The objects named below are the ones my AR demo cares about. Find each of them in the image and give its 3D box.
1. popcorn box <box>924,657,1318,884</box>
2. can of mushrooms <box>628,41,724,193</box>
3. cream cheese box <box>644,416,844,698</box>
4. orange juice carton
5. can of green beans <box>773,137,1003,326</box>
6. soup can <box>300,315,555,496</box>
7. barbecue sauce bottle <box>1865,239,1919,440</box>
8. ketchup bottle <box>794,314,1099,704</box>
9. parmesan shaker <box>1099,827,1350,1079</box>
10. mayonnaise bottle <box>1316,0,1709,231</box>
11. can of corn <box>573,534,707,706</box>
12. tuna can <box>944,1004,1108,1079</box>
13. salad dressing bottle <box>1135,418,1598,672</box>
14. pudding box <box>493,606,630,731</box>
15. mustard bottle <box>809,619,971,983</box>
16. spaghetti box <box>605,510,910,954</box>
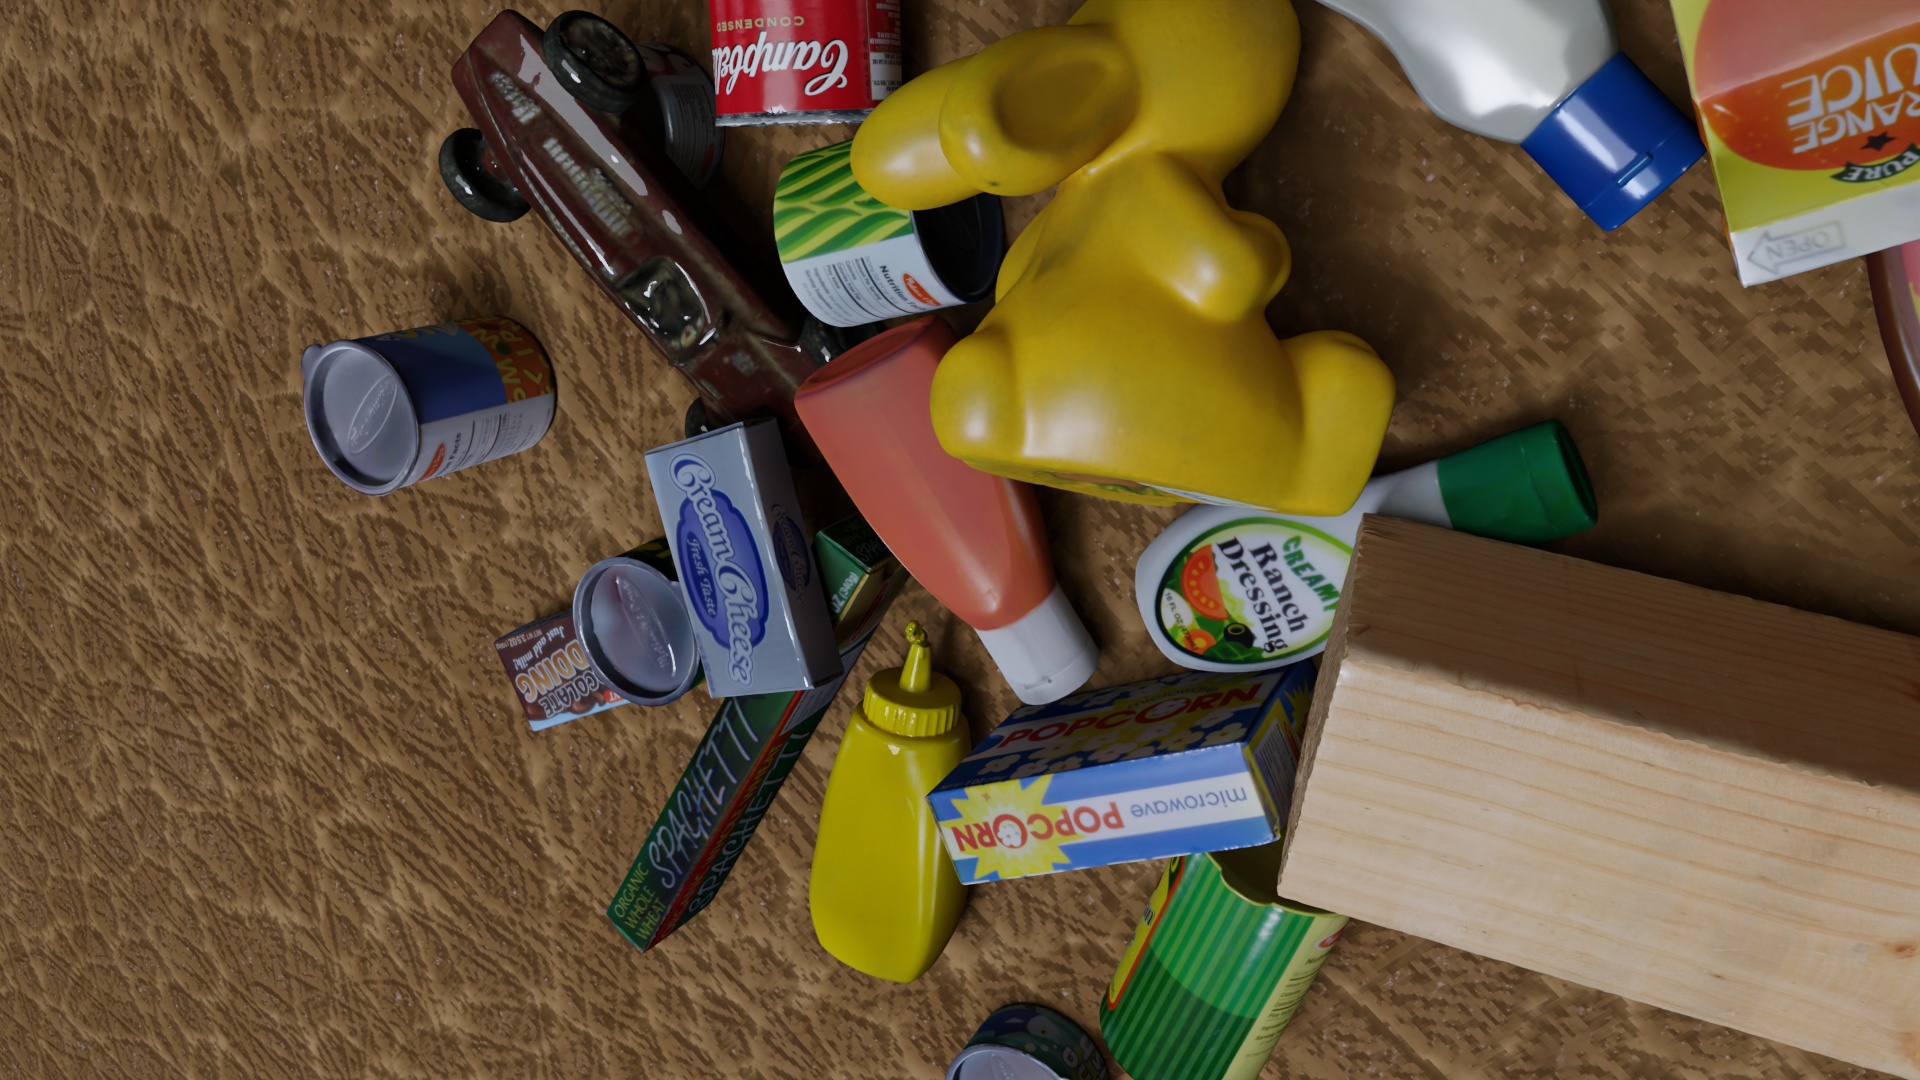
[{"bbox_3d":[0.063,0.082,0.504,0.126,0.085,0.038,-16,100,30],"label":"popcorn box"},{"bbox_3d":[-0.133,-0.166,0.559,0.071,0.033,0.070,9,111,25],"label":"can of mushrooms"},{"bbox_3d":[-0.084,0.008,0.536,0.053,0.024,0.103,-11,95,33],"label":"cream cheese box"},{"bbox_3d":[0.206,-0.165,0.337,0.071,0.073,0.192,-14,88,30],"label":"orange juice carton"},{"bbox_3d":[-0.025,-0.113,0.499,0.058,0.071,0.071,-6,103,30],"label":"can of green beans"},{"bbox_3d":[-0.234,-0.064,0.614,0.071,0.084,0.071,9,110,25],"label":"soup can"},{"bbox_3d":[0.286,-0.043,0.372,0.065,0.044,0.148,-9,102,30],"label":"barbecue sauce bottle"},{"bbox_3d":[0.002,-0.006,0.514,0.064,0.044,0.148,-21,111,28],"label":"ketchup bottle"},{"bbox_3d":[0.097,0.153,0.517,0.071,0.071,0.102,28,117,17],"label":"parmesan shaker"},{"bbox_3d":[0.153,-0.156,0.408,0.148,0.041,0.064,48,121,5],"label":"mayonnaise bottle"},{"bbox_3d":[-0.120,0.029,0.600,0.071,0.058,0.071,9,110,25],"label":"can of corn"},{"bbox_3d":[0.031,0.238,0.602,0.071,0.033,0.070,9,110,25],"label":"tuna can"},{"bbox_3d":[0.132,0.001,0.466,0.147,0.044,0.064,-22,101,31],"label":"salad dressing bottle"},{"bbox_3d":[-0.174,0.055,0.653,0.083,0.030,0.049,-17,98,31],"label":"pudding box"},{"bbox_3d":[-0.024,0.105,0.579,0.065,0.049,0.159,18,113,22],"label":"mustard bottle"},{"bbox_3d":[-0.089,0.088,0.607,0.029,0.050,0.248,40,120,13],"label":"spaghetti box"}]
